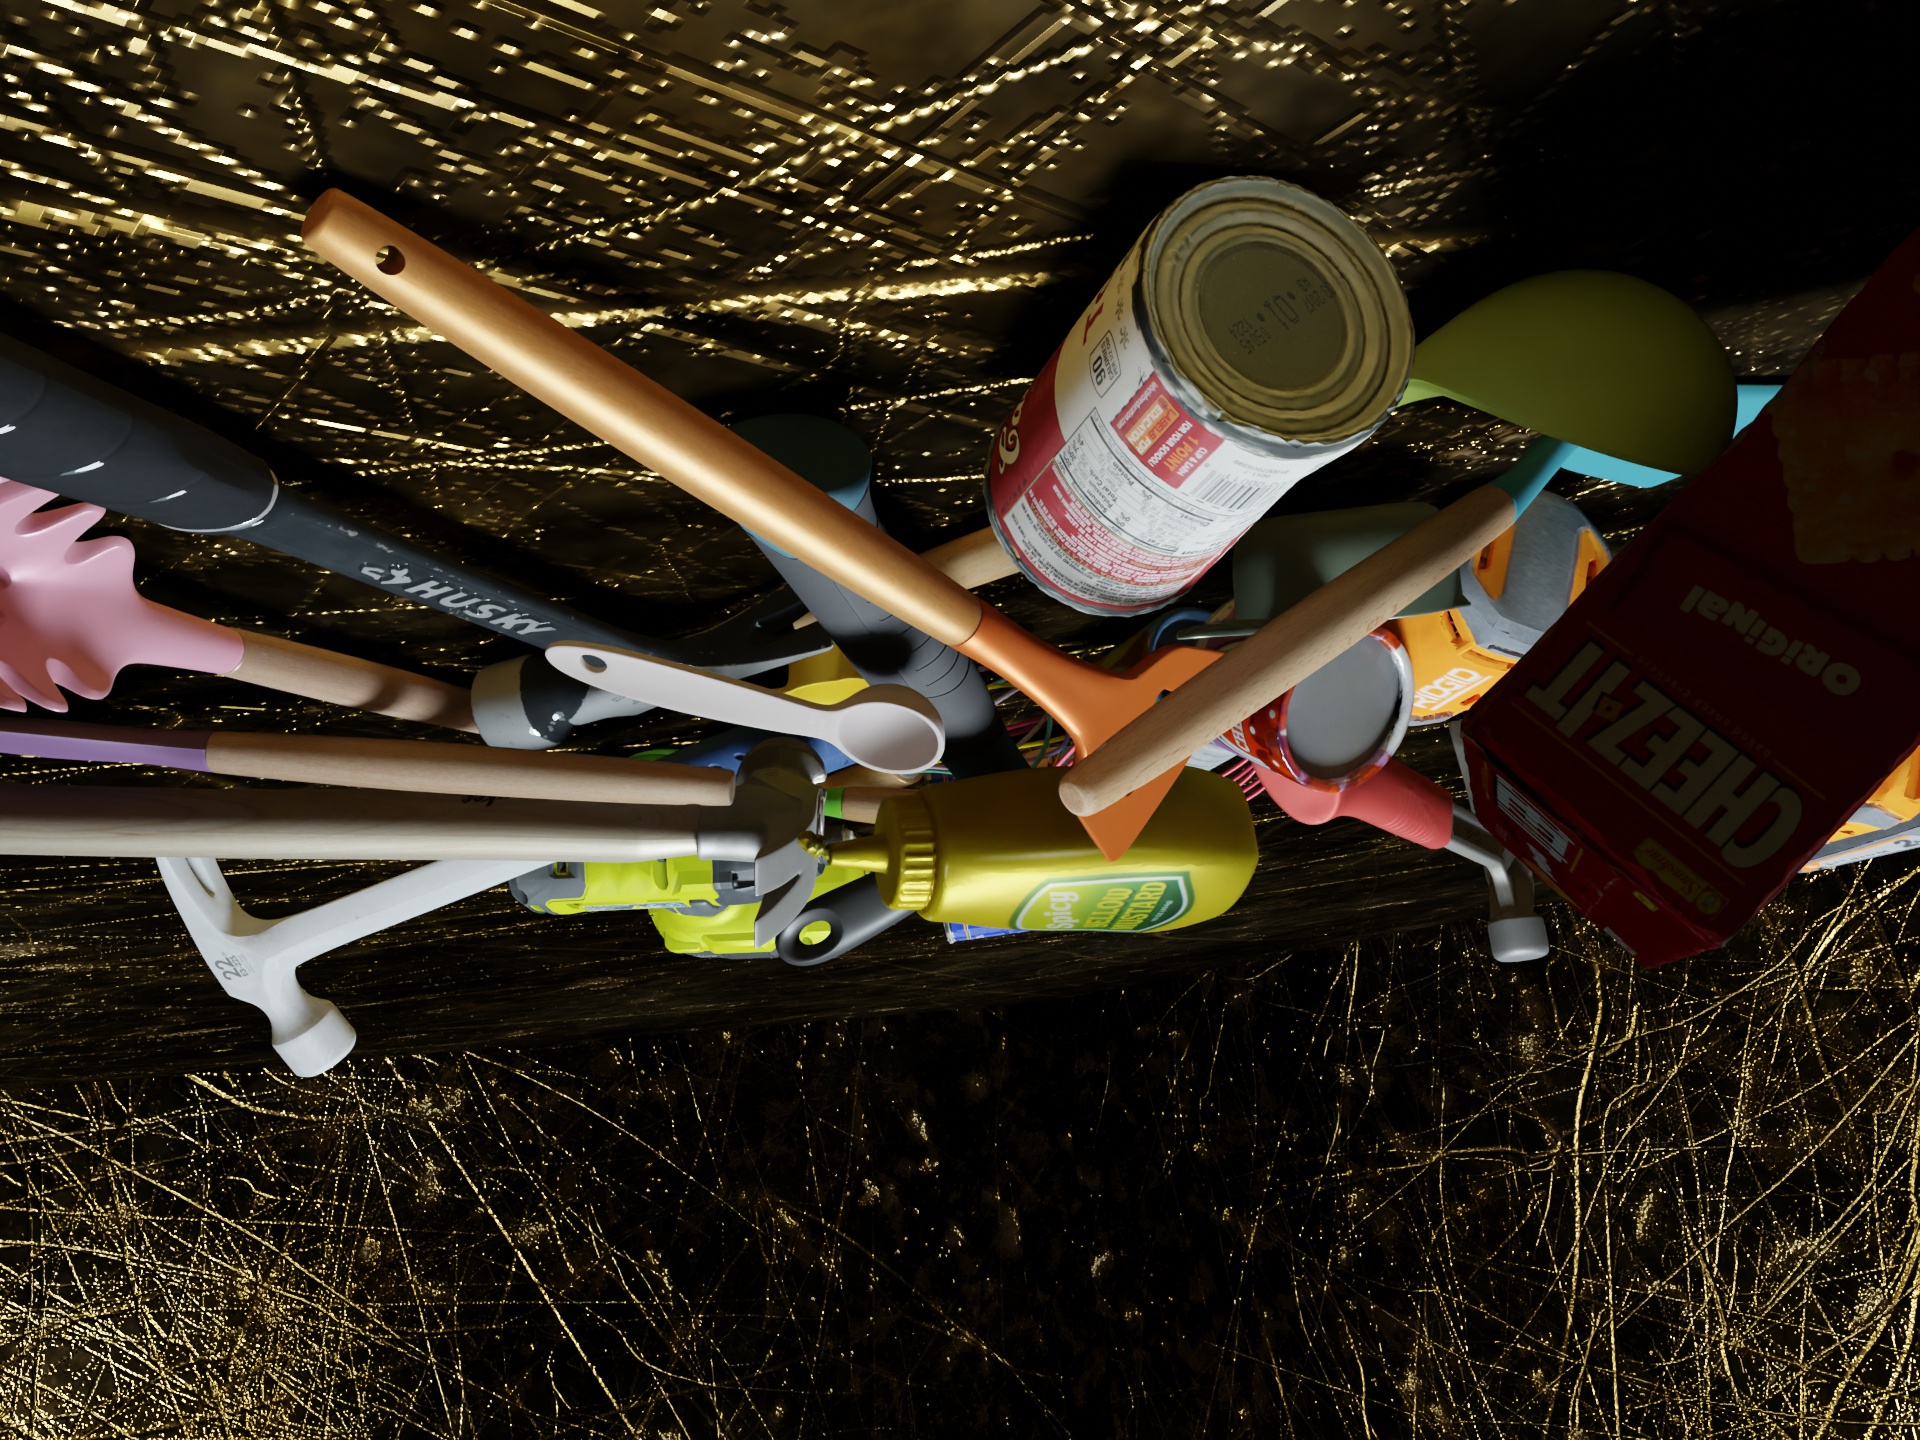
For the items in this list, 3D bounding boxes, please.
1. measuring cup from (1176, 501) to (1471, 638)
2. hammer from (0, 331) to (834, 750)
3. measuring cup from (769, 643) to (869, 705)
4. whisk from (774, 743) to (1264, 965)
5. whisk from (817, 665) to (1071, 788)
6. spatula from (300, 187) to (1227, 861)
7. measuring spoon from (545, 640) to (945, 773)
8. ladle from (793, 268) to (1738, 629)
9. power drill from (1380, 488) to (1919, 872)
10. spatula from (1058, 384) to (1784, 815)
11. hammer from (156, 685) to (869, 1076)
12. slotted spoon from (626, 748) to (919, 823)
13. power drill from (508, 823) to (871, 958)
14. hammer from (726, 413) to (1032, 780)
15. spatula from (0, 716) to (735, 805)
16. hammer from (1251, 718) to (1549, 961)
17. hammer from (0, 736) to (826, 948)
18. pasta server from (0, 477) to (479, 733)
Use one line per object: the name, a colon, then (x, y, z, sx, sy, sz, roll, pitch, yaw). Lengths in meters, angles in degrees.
measuring cup: (0.106, -0.048, 0.503, 0.083, 0.038, 0.167, -2, -174, 33)
hammer: (-0.171, -0.052, 0.405, 0.149, 0.036, 0.408, -14, 165, 17)
measuring cup: (-0.087, -0.023, 0.617, 0.156, 0.029, 0.062, 0, 170, 5)
whisk: (0.032, 0.052, 0.771, 0.296, 0.073, 0.073, -28, 161, 17)
whisk: (-0.013, 0.019, 0.785, 0.047, 0.051, 0.245, -7, 171, -30)
spatula: (-0.021, -0.039, 0.413, 0.322, 0.081, 0.041, 30, -176, -40)
measuring spoon: (-0.064, -0.011, 0.482, 0.124, 0.018, 0.034, 13, 142, 1)
ladle: (0.064, -0.058, 0.484, 0.320, 0.062, 0.078, -16, 178, 39)
power drill: (0.265, -0.010, 0.634, 0.226, 0.084, 0.164, 18, 163, -6)
spatula: (0.149, -0.044, 0.468, 0.317, 0.044, 0.082, -31, -178, -30)
hammer: (-0.180, 0.047, 0.711, 0.405, 0.144, 0.035, -21, -157, 17)
slotted spoon: (-0.027, 0.039, 0.731, 0.314, 0.031, 0.070, 5, -167, 13)
power drill: (-0.127, 0.084, 0.883, 0.171, 0.080, 0.223, -3, 167, 8)
hammer: (-0.001, -0.002, 0.551, 0.128, 0.033, 0.330, -14, 152, 12)
spatula: (-0.237, 0.012, 0.557, 0.316, 0.018, 0.059, 4, 174, 0)
hammer: (0.230, 0.035, 0.805, 0.037, 0.149, 0.358, -17, 160, 29)
hammer: (-0.257, 0.040, 0.581, 0.410, 0.038, 0.146, 1, -166, -2)
pasta server: (-0.216, -0.017, 0.523, 0.040, 0.060, 0.316, 5, 174, 16)
